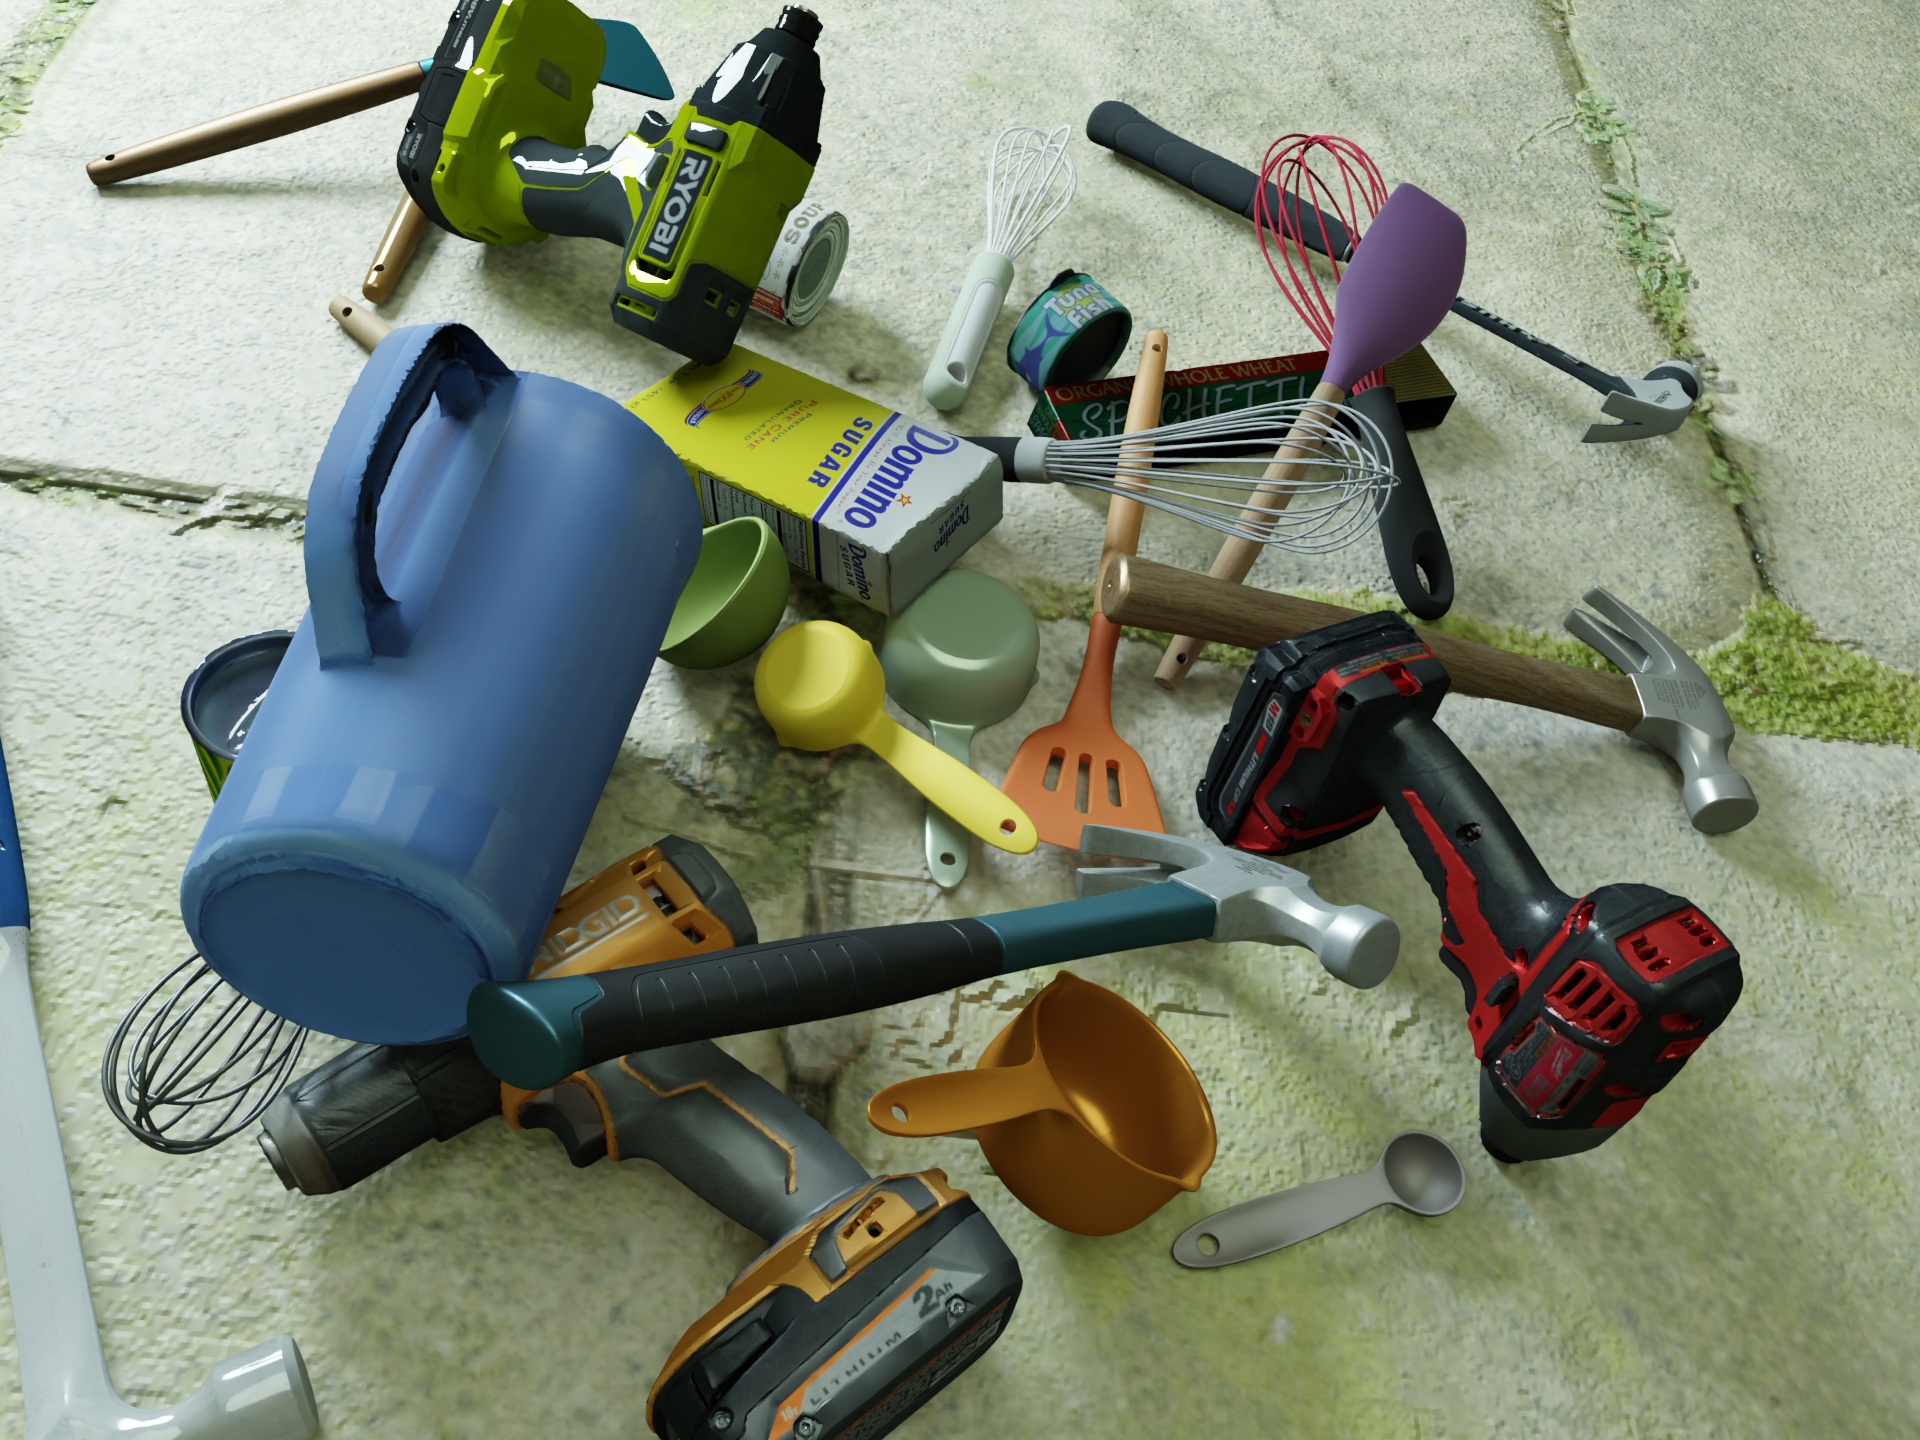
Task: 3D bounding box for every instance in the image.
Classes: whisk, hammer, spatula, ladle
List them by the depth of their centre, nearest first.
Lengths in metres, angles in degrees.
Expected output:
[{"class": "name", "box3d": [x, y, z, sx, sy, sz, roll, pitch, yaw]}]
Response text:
[{"class": "hammer", "box3d": [-0.003, 0.082, 0.563, 0.331, 0.033, 0.128, -5, 17, -34]}, {"class": "hammer", "box3d": [-0.355, 0.090, 0.573, 0.144, 0.035, 0.406, -17, 59, -23]}, {"class": "whisk", "box3d": [-0.232, 0.064, 0.593, 0.055, 0.055, 0.239, 18, 38, 2]}, {"class": "whisk", "box3d": [0.066, -0.123, 0.759, 0.285, 0.070, 0.070, 8, 47, 27]}, {"class": "ladle", "box3d": [-0.205, -0.128, 0.759, 0.320, 0.062, 0.078, 37, 83, 20]}, {"class": "hammer", "box3d": [0.225, -0.032, 0.768, 0.331, 0.031, 0.130, 12, 49, -14]}, {"class": "spatula", "box3d": [0.077, -0.073, 0.771, 0.081, 0.041, 0.323, 13, 61, -2]}, {"class": "spatula", "box3d": [0.179, -0.146, 0.808, 0.059, 0.018, 0.316, 33, 74, -5]}, {"class": "whisk", "box3d": [0.219, -0.193, 0.861, 0.073, 0.073, 0.296, -6, 74, -16]}, {"class": "spatula", "box3d": [-0.323, -0.345, 0.893, 0.317, 0.044, 0.082, -22, 61, -12]}, {"class": "whisk", "box3d": [0.022, -0.267, 0.920, 0.057, 0.059, 0.246, 34, 53, -21]}, {"class": "hammer", "box3d": [0.248, -0.278, 0.965, 0.409, 0.036, 0.149, 35, 34, 18]}]

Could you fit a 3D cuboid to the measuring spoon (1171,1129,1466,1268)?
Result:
[{"class": "measuring spoon", "box3d": [0.139, 0.191, 0.620, 0.124, 0.018, 0.034, -13, 57, -13]}]

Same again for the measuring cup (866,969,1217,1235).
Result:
[{"class": "measuring cup", "box3d": [0.018, 0.143, 0.559, 0.173, 0.052, 0.095, 7, 42, -47]}]

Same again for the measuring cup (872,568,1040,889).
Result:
[{"class": "measuring cup", "box3d": [-0.001, -0.002, 0.716, 0.083, 0.038, 0.168, 8, 50, -7]}]

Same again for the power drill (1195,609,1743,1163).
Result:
[{"class": "power drill", "box3d": [0.197, 0.071, 0.649, 0.078, 0.143, 0.220, -16, 52, -27]}]

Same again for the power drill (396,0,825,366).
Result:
[{"class": "power drill", "box3d": [-0.172, -0.293, 0.805, 0.223, 0.171, 0.080, 28, 7, 30]}]

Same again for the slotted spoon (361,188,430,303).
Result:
[{"class": "slotted spoon", "box3d": [-0.289, -0.347, 0.925, 0.070, 0.031, 0.314, 8, 54, 0]}]

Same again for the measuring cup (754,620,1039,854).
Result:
[{"class": "measuring cup", "box3d": [-0.028, 0.008, 0.684, 0.157, 0.029, 0.062, 35, 80, 27]}]

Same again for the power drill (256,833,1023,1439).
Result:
[{"class": "power drill", "box3d": [-0.113, 0.160, 0.547, 0.185, 0.084, 0.226, -29, 60, -29]}]
